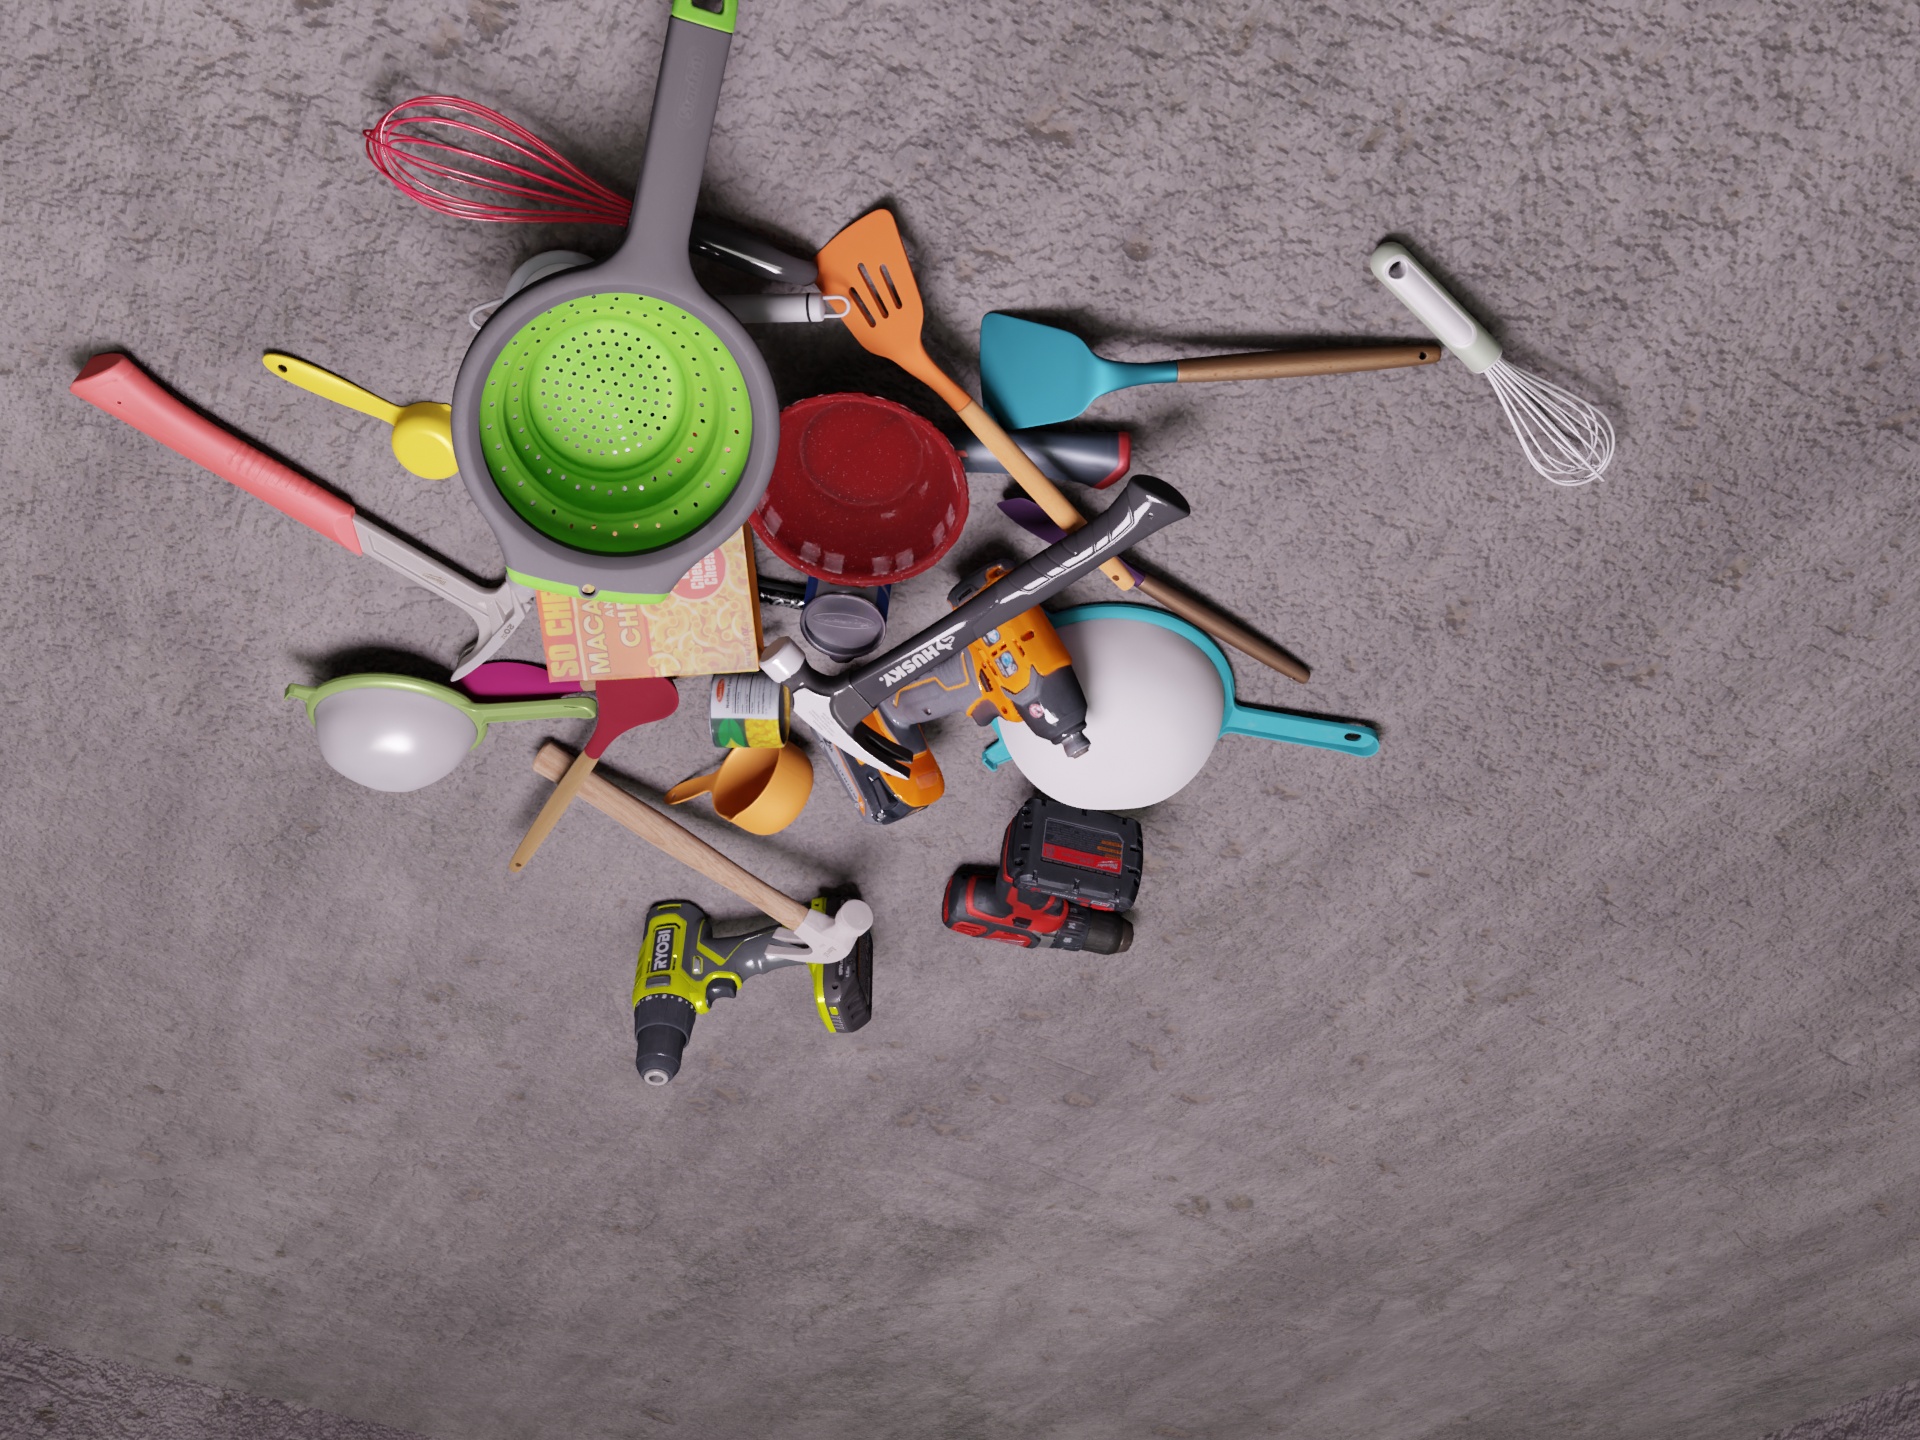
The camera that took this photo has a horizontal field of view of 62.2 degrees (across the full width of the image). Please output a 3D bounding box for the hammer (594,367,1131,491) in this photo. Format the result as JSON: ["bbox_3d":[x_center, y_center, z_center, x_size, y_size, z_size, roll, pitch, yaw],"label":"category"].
[{"bbox_3d":[-0.070,-0.210,1.156,0.386,0.038,0.143,1,134,3],"label":"hammer"}]

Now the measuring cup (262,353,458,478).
[{"bbox_3d":[-0.438,-0.225,1.170,0.156,0.029,0.062,24,132,-21],"label":"measuring cup"}]

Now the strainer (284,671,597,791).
[{"bbox_3d":[-0.437,0.019,1.362,0.256,0.069,0.151,-4,152,9],"label":"strainer"}]

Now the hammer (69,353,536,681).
[{"bbox_3d":[-0.507,-0.161,1.236,0.358,0.037,0.149,32,129,-26],"label":"hammer"}]

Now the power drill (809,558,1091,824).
[{"bbox_3d":[-0.002,-0.004,1.281,0.226,0.084,0.164,-36,81,34],"label":"power drill"}]

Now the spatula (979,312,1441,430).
[{"bbox_3d":[0.173,-0.247,1.104,0.317,0.044,0.082,-4,109,-2],"label":"spatula"}]

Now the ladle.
[{"bbox_3d":[-0.329,0.044,1.382,0.069,0.031,0.315,28,129,-18],"label":"ladle"}]

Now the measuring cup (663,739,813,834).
[{"bbox_3d":[-0.199,0.065,1.424,0.052,0.095,0.173,34,146,-33],"label":"measuring cup"}]

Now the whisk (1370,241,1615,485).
[{"bbox_3d":[0.365,-0.242,1.088,0.246,0.059,0.058,36,115,-22],"label":"whisk"}]

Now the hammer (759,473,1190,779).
[{"bbox_3d":[0.021,-0.075,1.163,0.335,0.035,0.146,-31,117,24],"label":"hammer"}]

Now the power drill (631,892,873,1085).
[{"bbox_3d":[-0.204,0.253,1.528,0.228,0.191,0.080,-8,134,6],"label":"power drill"}]

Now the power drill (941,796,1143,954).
[{"bbox_3d":[0.097,0.159,1.459,0.188,0.080,0.226,14,153,-10],"label":"power drill"}]

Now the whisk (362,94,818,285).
[{"bbox_3d":[-0.233,-0.335,1.030,0.295,0.073,0.073,14,135,-17],"label":"whisk"}]

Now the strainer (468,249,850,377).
[{"bbox_3d":[-0.202,-0.277,1.083,0.258,0.050,0.087,0,105,7],"label":"strainer"}]

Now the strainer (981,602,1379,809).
[{"bbox_3d":[0.187,0.020,1.328,0.340,0.095,0.210,9,135,-3],"label":"strainer"}]

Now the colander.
[{"bbox_3d":[-0.204,-0.274,1.008,0.204,0.095,0.397,8,114,-22],"label":"colander"}]

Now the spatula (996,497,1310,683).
[{"bbox_3d":[0.160,-0.100,1.257,0.315,0.018,0.060,27,168,-25],"label":"spatula"}]

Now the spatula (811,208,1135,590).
[{"bbox_3d":[0.021,-0.209,1.111,0.081,0.041,0.322,-25,121,38],"label":"spatula"}]

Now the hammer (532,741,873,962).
[{"bbox_3d":[-0.241,0.121,1.444,0.331,0.031,0.130,33,142,-5],"label":"hammer"}]

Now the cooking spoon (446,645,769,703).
[{"bbox_3d":[-0.296,-0.035,1.345,0.319,0.017,0.068,-8,136,20],"label":"cooking spoon"}]
